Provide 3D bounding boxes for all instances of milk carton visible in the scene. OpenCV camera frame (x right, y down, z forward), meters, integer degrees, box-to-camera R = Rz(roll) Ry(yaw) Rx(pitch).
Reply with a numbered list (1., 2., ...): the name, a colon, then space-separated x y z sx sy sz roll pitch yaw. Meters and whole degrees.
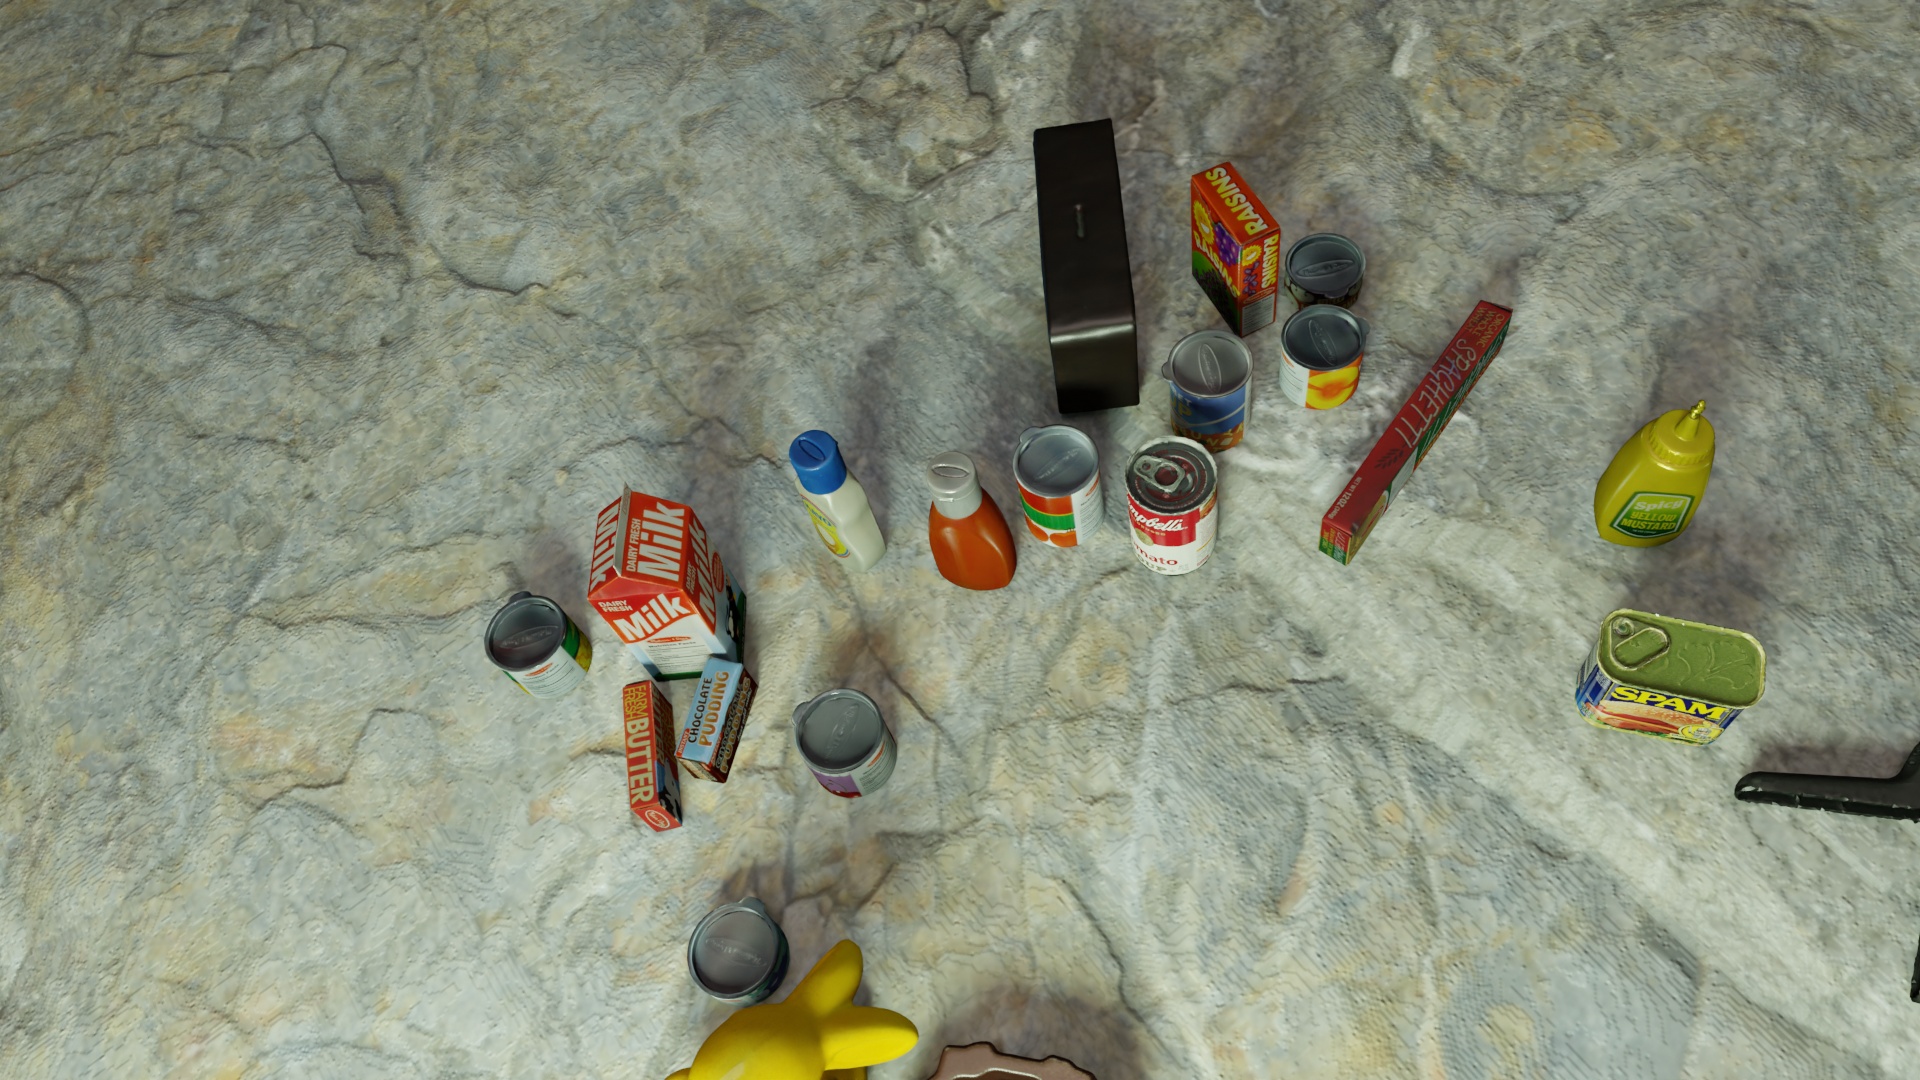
1. milk carton: -0.222 0.034 1.039 0.073 0.189 0.072 -6 60 7

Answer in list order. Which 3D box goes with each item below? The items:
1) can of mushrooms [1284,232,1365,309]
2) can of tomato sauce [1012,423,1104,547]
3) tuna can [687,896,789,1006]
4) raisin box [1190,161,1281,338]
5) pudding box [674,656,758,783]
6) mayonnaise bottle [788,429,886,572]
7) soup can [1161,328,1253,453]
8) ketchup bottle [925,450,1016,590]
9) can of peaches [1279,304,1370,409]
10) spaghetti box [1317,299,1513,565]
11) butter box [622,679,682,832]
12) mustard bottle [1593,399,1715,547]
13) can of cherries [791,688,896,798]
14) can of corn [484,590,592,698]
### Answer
1. can of mushrooms: 0.311 -0.225 1.186 0.071 0.033 0.071 -4 60 7
2. can of tomato sauce: 0.077 -0.043 1.094 0.071 0.082 0.071 -4 61 7
3. tuna can: -0.154 0.288 0.975 0.071 0.032 0.071 -4 60 7
4. raisin box: 0.227 -0.241 1.157 0.040 0.123 0.086 -24 60 -4
5. pudding box: -0.185 0.136 1.056 0.030 0.049 0.084 8 63 14
6. mayonnaise bottle: -0.098 -0.032 1.080 0.065 0.147 0.041 38 73 26
7. soup can: 0.198 -0.118 1.116 0.071 0.083 0.071 -4 61 7
8. ketchup bottle: 0.004 -0.013 1.052 0.065 0.148 0.044 8 63 14
9. can of peaches: 0.296 -0.149 1.132 0.071 0.057 0.071 -4 60 7
10. spaghetti box: 0.359 -0.088 1.091 0.029 0.050 0.251 31 70 24
11. butter box: -0.233 0.162 1.048 0.024 0.053 0.104 -14 60 2
12. mustard bottle: 0.496 -0.050 0.983 0.065 0.159 0.049 4 62 12
13. can of cherries: -0.086 0.149 1.027 0.071 0.058 0.072 -4 60 7
14. can of corn: -0.335 0.083 1.107 0.071 0.058 0.071 -4 60 7
